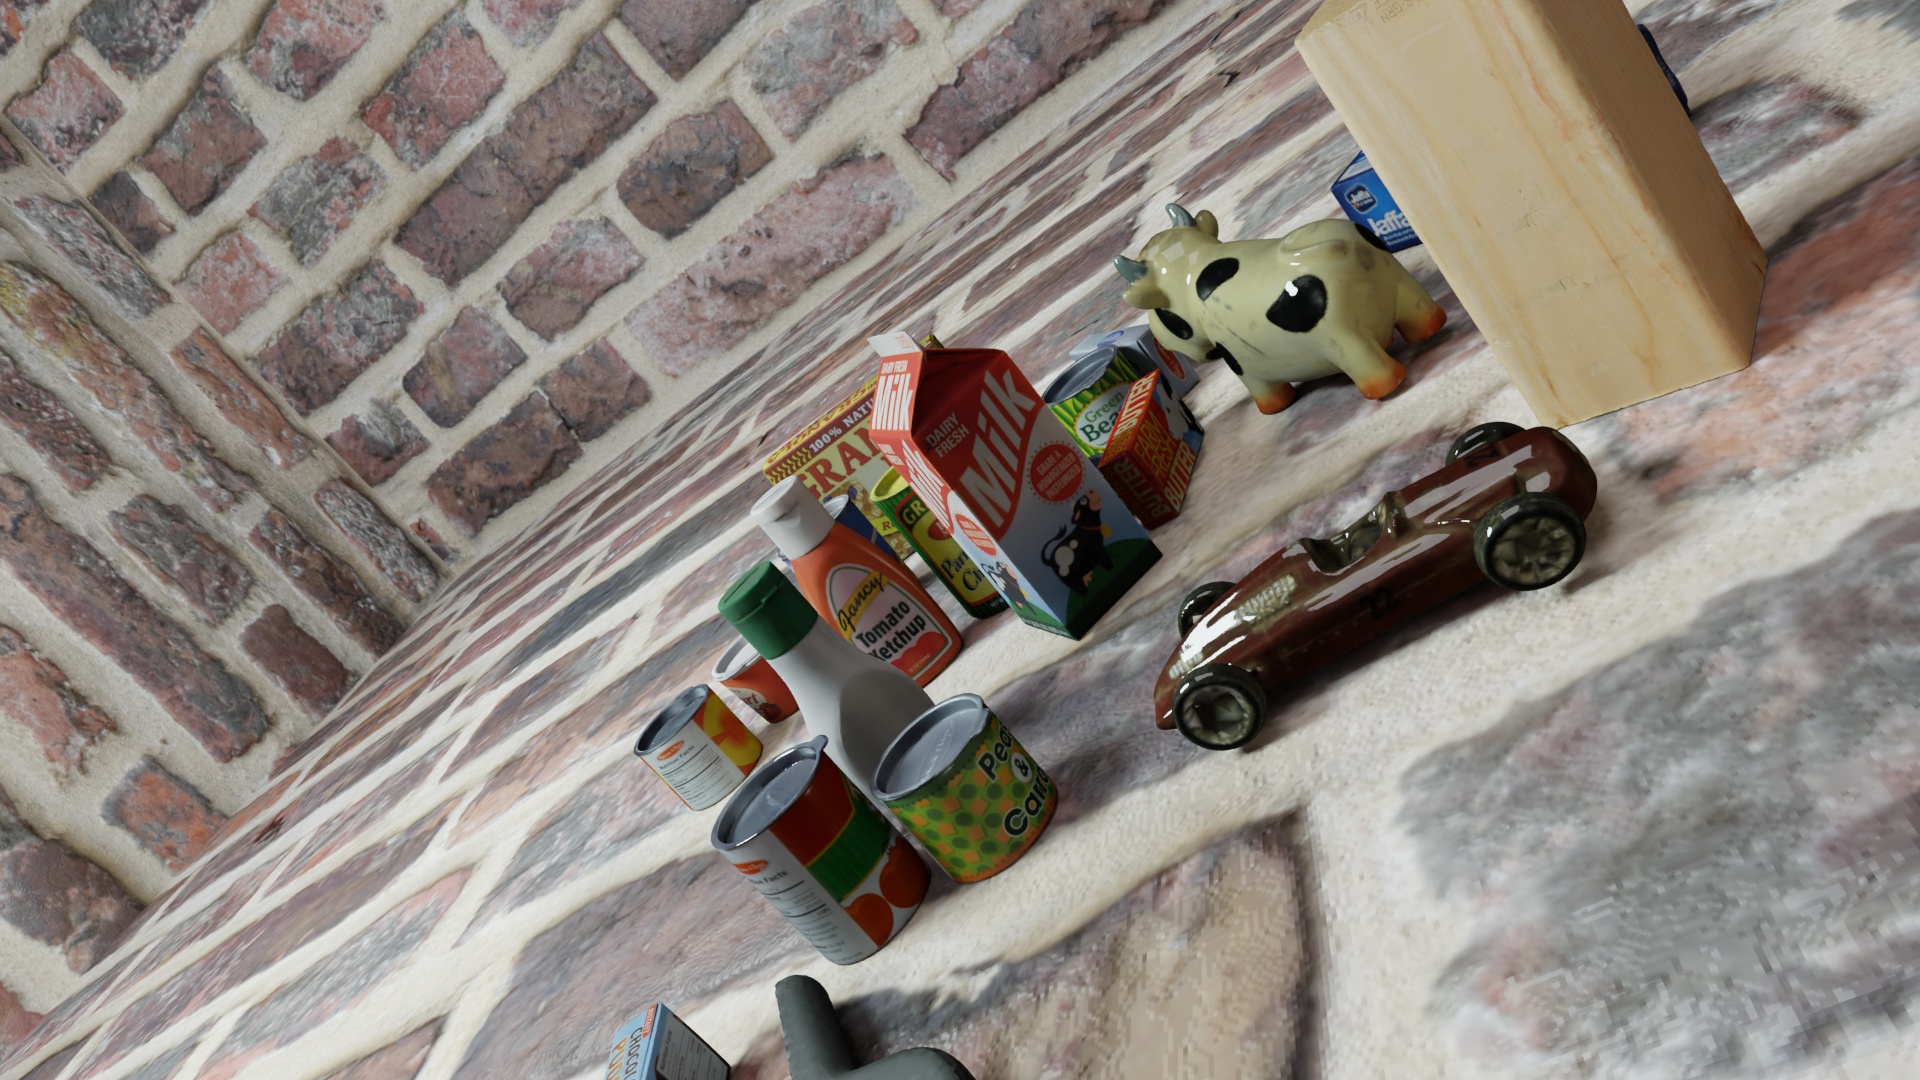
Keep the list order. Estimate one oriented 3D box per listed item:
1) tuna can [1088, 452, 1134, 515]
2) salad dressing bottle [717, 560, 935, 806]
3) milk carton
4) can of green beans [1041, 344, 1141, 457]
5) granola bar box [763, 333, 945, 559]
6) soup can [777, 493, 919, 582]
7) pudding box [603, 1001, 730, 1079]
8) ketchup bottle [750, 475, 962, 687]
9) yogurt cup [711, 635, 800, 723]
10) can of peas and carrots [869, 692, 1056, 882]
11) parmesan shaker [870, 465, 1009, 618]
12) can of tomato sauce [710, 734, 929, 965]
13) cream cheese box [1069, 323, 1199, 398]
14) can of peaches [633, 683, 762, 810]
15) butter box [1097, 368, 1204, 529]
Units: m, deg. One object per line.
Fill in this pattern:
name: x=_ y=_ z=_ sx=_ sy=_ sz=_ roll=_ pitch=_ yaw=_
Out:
tuna can: x=0.077 y=-0.023 z=0.868 sx=0.071 sy=0.032 sz=0.071 roll=-35 pitch=18 yaw=13
salad dressing bottle: x=-0.064 y=0.075 z=0.721 sx=0.064 sy=0.147 sz=0.044 roll=-48 pitch=19 yaw=-27
milk carton: x=0.018 y=-0.040 z=0.767 sx=0.073 sy=0.190 sz=0.072 roll=-44 pitch=17 yaw=-13
can of green beans: x=0.098 y=-0.093 z=0.959 sx=0.071 sy=0.057 sz=0.071 roll=-36 pitch=17 yaw=13
granola bar box: x=-0.049 y=-0.060 z=1.068 sx=0.165 sy=0.124 sz=0.039 roll=-36 pitch=17 yaw=10
soup can: x=-0.081 y=0.021 z=1.001 sx=0.071 sy=0.083 sz=0.071 roll=-36 pitch=17 yaw=13
pudding box: x=-0.129 y=0.245 z=0.595 sx=0.030 sy=0.049 sz=0.084 roll=-37 pitch=17 yaw=8
ketchup bottle: x=-0.066 y=0.027 z=0.845 sx=0.065 sy=0.148 sz=0.043 roll=-40 pitch=17 yaw=-2
yogurt cup: x=-0.133 y=0.091 z=0.981 sx=0.072 sy=0.054 sz=0.072 roll=-36 pitch=17 yaw=13
can of peas and carrots: x=0.004 y=0.112 z=0.638 sx=0.071 sy=0.058 sz=0.071 roll=-36 pitch=17 yaw=13
parmesan shaker: x=0.003 y=-0.011 z=0.874 sx=0.071 sy=0.103 sz=0.071 roll=-36 pitch=17 yaw=13
can of tomato sauce: x=-0.063 y=0.145 z=0.653 sx=0.071 sy=0.083 sz=0.071 roll=-36 pitch=17 yaw=13
cream cheese box: x=0.123 y=-0.125 z=0.996 sx=0.024 sy=0.053 sz=0.104 roll=-44 pitch=18 yaw=-15
can of peaches: x=-0.177 y=0.139 z=0.945 sx=0.071 sy=0.058 sz=0.071 roll=-36 pitch=17 yaw=13
butter box: x=0.117 y=-0.056 z=0.838 sx=0.024 sy=0.053 sz=0.104 roll=-28 pitch=20 yaw=34
